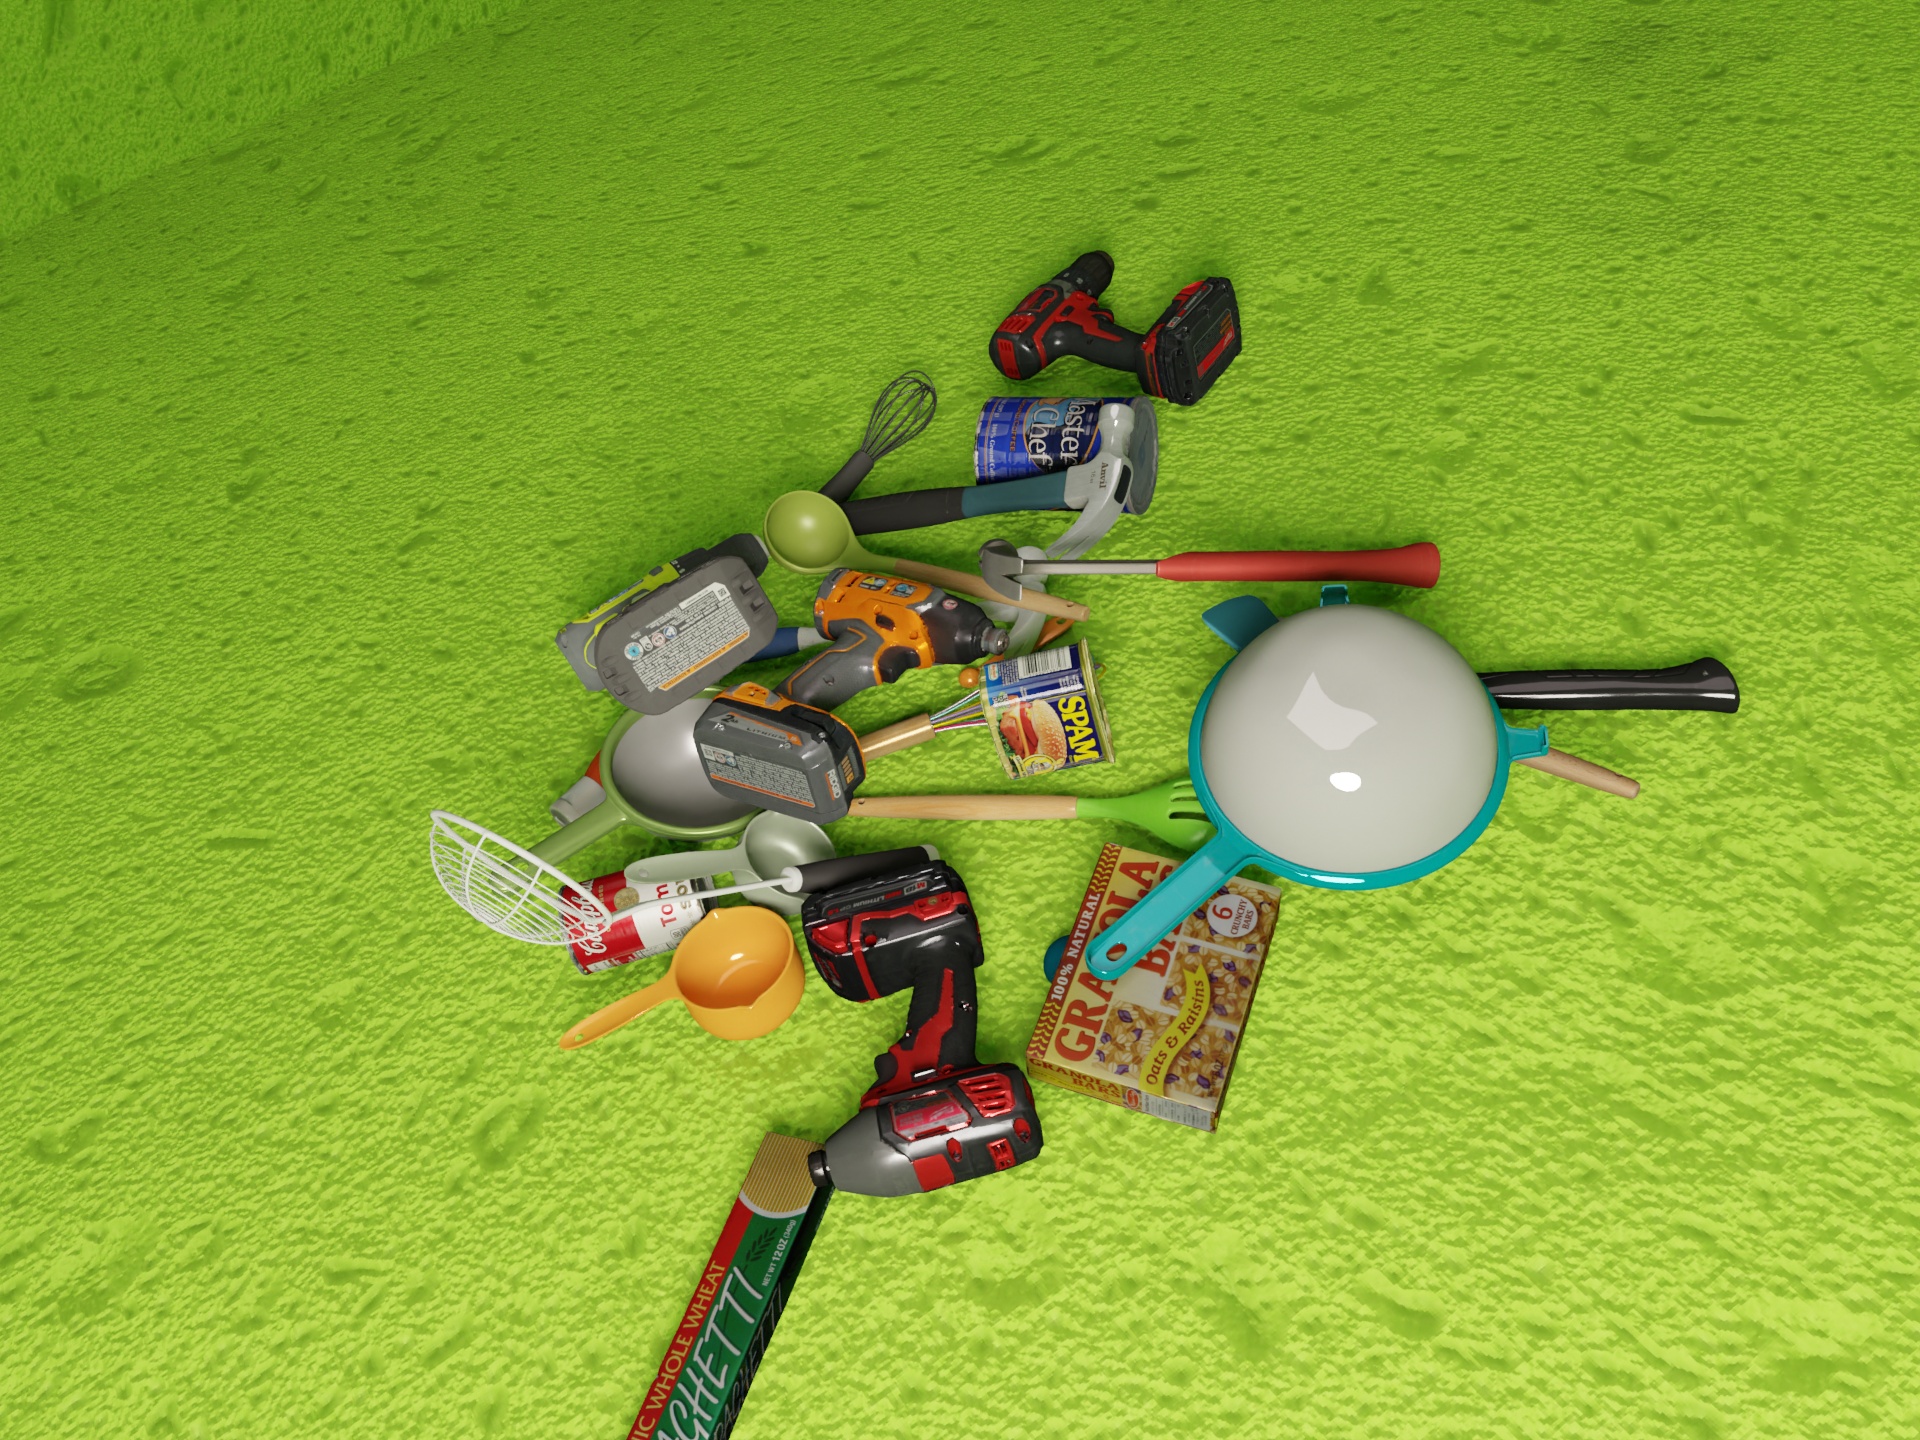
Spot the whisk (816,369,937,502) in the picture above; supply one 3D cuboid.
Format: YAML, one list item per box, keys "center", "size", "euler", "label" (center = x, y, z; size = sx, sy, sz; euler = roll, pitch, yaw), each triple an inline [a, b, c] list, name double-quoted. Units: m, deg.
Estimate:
- center: [-0.094, -0.250, 1.519]
  size: [0.055, 0.055, 0.239]
  euler: [17, 57, 30]
  label: "whisk"

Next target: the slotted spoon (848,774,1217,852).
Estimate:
- center: [0.061, 0.066, 1.175]
  size: [0.314, 0.031, 0.070]
  euler: [-1, 47, 18]
  label: "slotted spoon"

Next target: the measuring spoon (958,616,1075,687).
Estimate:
- center: [0.047, -0.061, 1.313]
  size: [0.117, 0.011, 0.021]
  euler: [-31, 46, -14]
  label: "measuring spoon"

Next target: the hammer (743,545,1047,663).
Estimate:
- center: [-0.126, -0.068, 1.349]
  size: [0.405, 0.035, 0.144]
  euler: [-8, 38, 11]
  label: "hammer"

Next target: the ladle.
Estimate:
- center: [-0.034, -0.131, 1.320]
  size: [0.320, 0.062, 0.078]
  euler: [17, 58, 32]
  label: "ladle"

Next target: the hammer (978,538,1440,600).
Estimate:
- center: [0.198, -0.118, 1.222]
  size: [0.359, 0.036, 0.149]
  euler: [-1, 12, -8]
  label: "hammer"

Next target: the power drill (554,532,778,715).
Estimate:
- center: [-0.221, -0.085, 1.264]
  size: [0.190, 0.080, 0.229]
  euler: [-34, 17, -11]
  label: "power drill"

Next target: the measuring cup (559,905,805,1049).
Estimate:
- center: [-0.189, 0.197, 1.103]
  size: [0.173, 0.052, 0.095]
  euler: [-26, 45, -7]
  label: "measuring cup"

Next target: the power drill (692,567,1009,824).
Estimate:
- center: [-0.075, -0.027, 1.194]
  size: [0.164, 0.084, 0.226]
  euler: [14, 46, 28]
  label: "power drill"

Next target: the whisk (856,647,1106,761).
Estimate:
- center: [-0.002, -0.004, 1.251]
  size: [0.245, 0.051, 0.047]
  euler: [-19, 50, 2]
  label: "whisk"

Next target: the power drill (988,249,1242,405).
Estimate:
- center: [0.162, -0.396, 1.567]
  size: [0.227, 0.080, 0.188]
  euler: [17, 53, 34]
  label: "power drill"

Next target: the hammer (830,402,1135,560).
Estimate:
- center: [-0.005, -0.187, 1.366]
  size: [0.331, 0.033, 0.128]
  euler: [-3, 72, 34]
  label: "hammer"

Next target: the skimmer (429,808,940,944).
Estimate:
- center: [-0.166, 0.085, 1.058]
  size: [0.363, 0.090, 0.127]
  euler: [-5, 3, -37]
  label: "skimmer"

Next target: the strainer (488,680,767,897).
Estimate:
- center: [-0.240, 0.073, 1.211]
  size: [0.256, 0.069, 0.152]
  euler: [-33, 59, -27]
  label: "strainer"

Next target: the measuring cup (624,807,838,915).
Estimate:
- center: [-0.167, 0.109, 1.136]
  size: [0.167, 0.038, 0.083]
  euler: [-3, 57, -36]
  label: "measuring cup"

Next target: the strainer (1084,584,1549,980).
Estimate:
- center: [0.205, 0.036, 1.021]
  size: [0.340, 0.095, 0.211]
  euler: [-39, 59, -15]
  label: "strainer"

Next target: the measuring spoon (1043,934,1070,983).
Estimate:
- center: [0.117, 0.157, 1.069]
  size: [0.128, 0.021, 0.042]
  euler: [-5, 46, 13]
  label: "measuring spoon"

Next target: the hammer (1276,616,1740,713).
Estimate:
- center: [0.381, -0.018, 1.155]
  size: [0.335, 0.035, 0.146]
  euler: [0, 46, 16]
  label: "hammer"

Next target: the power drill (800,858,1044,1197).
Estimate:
- center: [-0.037, 0.203, 1.024]
  size: [0.143, 0.078, 0.220]
  euler: [-16, 42, 0]
  label: "power drill"

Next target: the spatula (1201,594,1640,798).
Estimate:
- center: [0.317, -0.016, 1.113]
  size: [0.318, 0.044, 0.082]
  euler: [23, 28, 32]
  label: "spatula"
